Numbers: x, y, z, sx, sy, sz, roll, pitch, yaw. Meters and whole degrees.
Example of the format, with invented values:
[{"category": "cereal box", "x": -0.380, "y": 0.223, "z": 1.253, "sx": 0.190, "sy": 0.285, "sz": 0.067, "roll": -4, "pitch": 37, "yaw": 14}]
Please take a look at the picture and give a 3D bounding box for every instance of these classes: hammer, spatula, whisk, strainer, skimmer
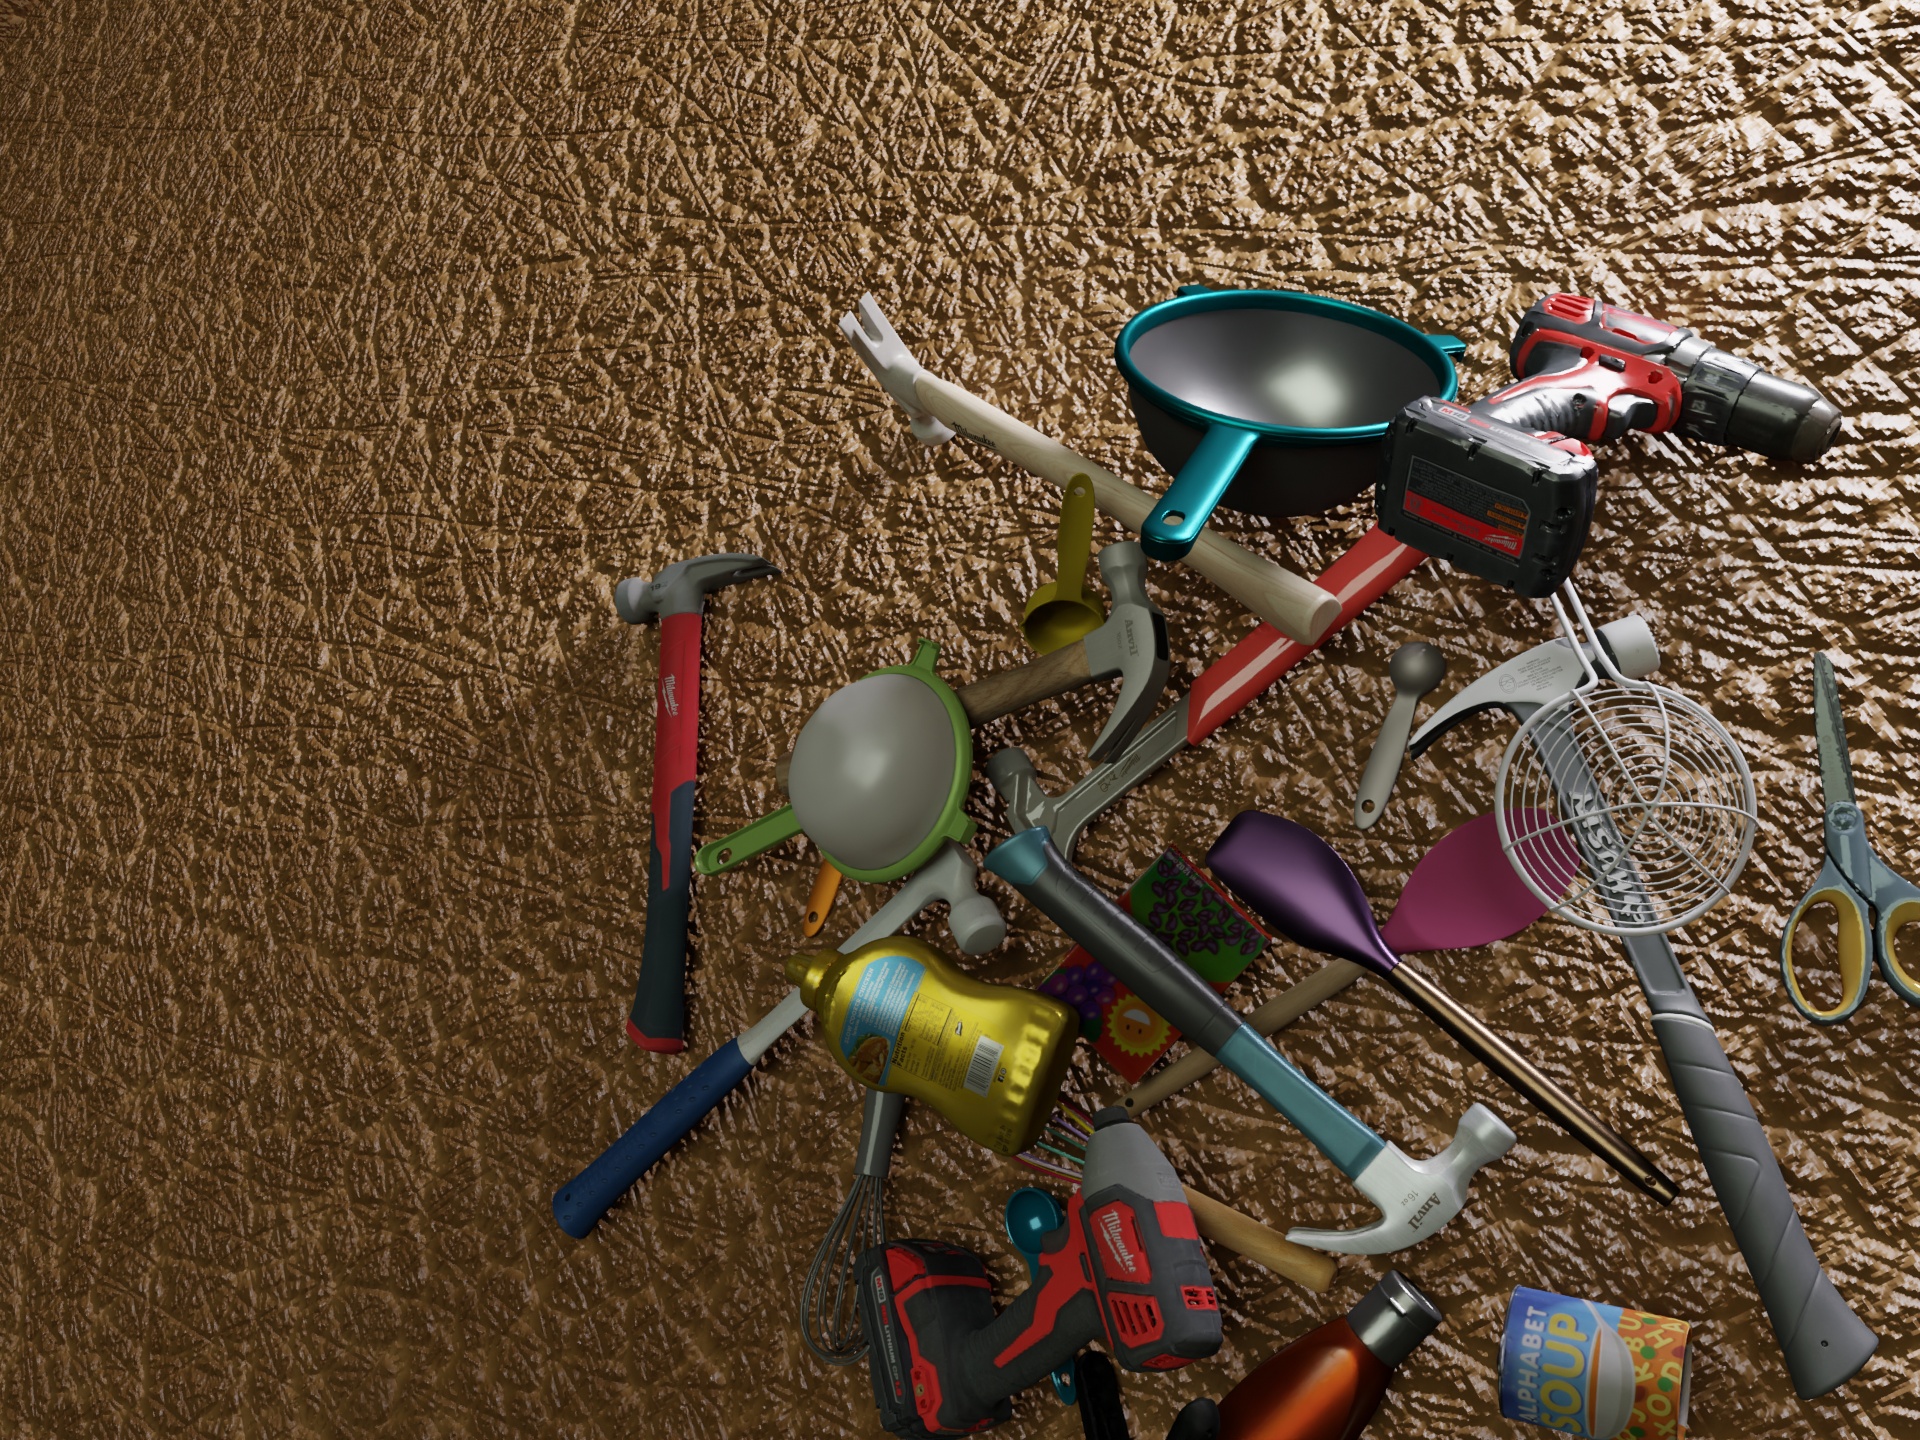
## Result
[{"category": "hammer", "x": -0.206, "y": 0.057, "z": 1.214, "sx": 0.143, "sy": 0.038, "sz": 0.387, "roll": -11, "pitch": 68, "yaw": 24}, {"category": "hammer", "x": 0.147, "y": 0.175, "z": 0.926, "sx": 0.331, "sy": 0.033, "sz": 0.128, "roll": 40, "pitch": 95, "yaw": 17}, {"category": "hammer", "x": 0.183, "y": -0.021, "z": 1.021, "sx": 0.359, "sy": 0.036, "sz": 0.149, "roll": -40, "pitch": 59, "yaw": 12}, {"category": "hammer", "x": 0.372, "y": 0.145, "z": 0.851, "sx": 0.149, "sy": 0.036, "sz": 0.409, "roll": -20, "pitch": 66, "yaw": 12}, {"category": "hammer", "x": 0.078, "y": -0.165, "z": 1.056, "sx": 0.411, "sy": 0.146, "sz": 0.038, "roll": 37, "pitch": 84, "yaw": 35}, {"category": "spatula", "x": 0.269, "y": 0.157, "z": 0.906, "sx": 0.316, "sy": 0.018, "sz": 0.060, "roll": 42, "pitch": 96, "yaw": 28}, {"category": "whisk", "x": -0.061, "y": 0.298, "z": 1.047, "sx": 0.055, "sy": 0.055, "sz": 0.239, "roll": 0, "pitch": 69, "yaw": 29}, {"category": "strainer", "x": 0.173, "y": -0.155, "z": 0.964, "sx": 0.211, "sy": 0.095, "sz": 0.340, "roll": 17, "pitch": 41, "yaw": 18}, {"category": "skimmer", "x": 0.335, "y": -0.048, "z": 0.897, "sx": 0.127, "sy": 0.090, "sz": 0.364, "roll": -7, "pitch": 43, "yaw": 6}, {"category": "whisk", "x": 0.110, "y": 0.277, "z": 0.957, "sx": 0.245, "sy": 0.051, "sz": 0.047, "roll": 20, "pitch": 78, "yaw": 30}, {"category": "strainer", "x": -0.108, "y": 0.050, "z": 1.086, "sx": 0.256, "sy": 0.069, "sz": 0.152, "roll": -28, "pitch": 60, "yaw": 31}, {"category": "hammer", "x": -0.143, "y": 0.219, "z": 1.109, "sx": 0.405, "sy": 0.035, "sz": 0.144, "roll": -43, "pitch": 47, "yaw": 14}, {"category": "hammer", "x": -0.002, "y": -0.003, "z": 1.082, "sx": 0.331, "sy": 0.031, "sz": 0.130, "roll": -21, "pitch": 69, "yaw": 35}]

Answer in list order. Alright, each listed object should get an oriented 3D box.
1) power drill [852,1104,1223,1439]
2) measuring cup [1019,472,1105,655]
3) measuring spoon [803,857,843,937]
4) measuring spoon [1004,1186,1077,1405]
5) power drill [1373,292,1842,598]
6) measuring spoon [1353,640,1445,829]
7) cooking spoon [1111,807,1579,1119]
[{"category": "power drill", "x": 0.044, "y": 0.324, "z": 0.924, "sx": 0.219, "sy": 0.078, "sz": 0.143, "roll": -35, "pitch": 53, "yaw": 30}, {"category": "measuring cup", "x": 0.074, "y": -0.106, "z": 1.055, "sx": 0.062, "sy": 0.156, "sz": 0.029, "roll": 5, "pitch": 44, "yaw": 2}, {"category": "measuring spoon", "x": -0.092, "y": 0.100, "z": 1.149, "sx": 0.021, "sy": 0.011, "sz": 0.117, "roll": 14, "pitch": 81, "yaw": 32}, {"category": "measuring spoon", "x": 0.058, "y": 0.352, "z": 0.978, "sx": 0.042, "sy": 0.021, "sz": 0.129, "roll": -24, "pitch": 71, "yaw": 38}, {"category": "power drill", "x": 0.362, "y": -0.158, "z": 0.892, "sx": 0.188, "sy": 0.080, "sz": 0.227, "roll": 32, "pitch": 52, "yaw": 32}, {"category": "measuring spoon", "x": 0.264, "y": 0.008, "z": 0.976, "sx": 0.034, "sy": 0.018, "sz": 0.124, "roll": 16, "pitch": 82, "yaw": 32}, {"category": "cooking spoon", "x": 0.221, "y": 0.154, "z": 0.950, "sx": 0.319, "sy": 0.017, "sz": 0.069, "roll": -36, "pitch": 64, "yaw": 14}]
